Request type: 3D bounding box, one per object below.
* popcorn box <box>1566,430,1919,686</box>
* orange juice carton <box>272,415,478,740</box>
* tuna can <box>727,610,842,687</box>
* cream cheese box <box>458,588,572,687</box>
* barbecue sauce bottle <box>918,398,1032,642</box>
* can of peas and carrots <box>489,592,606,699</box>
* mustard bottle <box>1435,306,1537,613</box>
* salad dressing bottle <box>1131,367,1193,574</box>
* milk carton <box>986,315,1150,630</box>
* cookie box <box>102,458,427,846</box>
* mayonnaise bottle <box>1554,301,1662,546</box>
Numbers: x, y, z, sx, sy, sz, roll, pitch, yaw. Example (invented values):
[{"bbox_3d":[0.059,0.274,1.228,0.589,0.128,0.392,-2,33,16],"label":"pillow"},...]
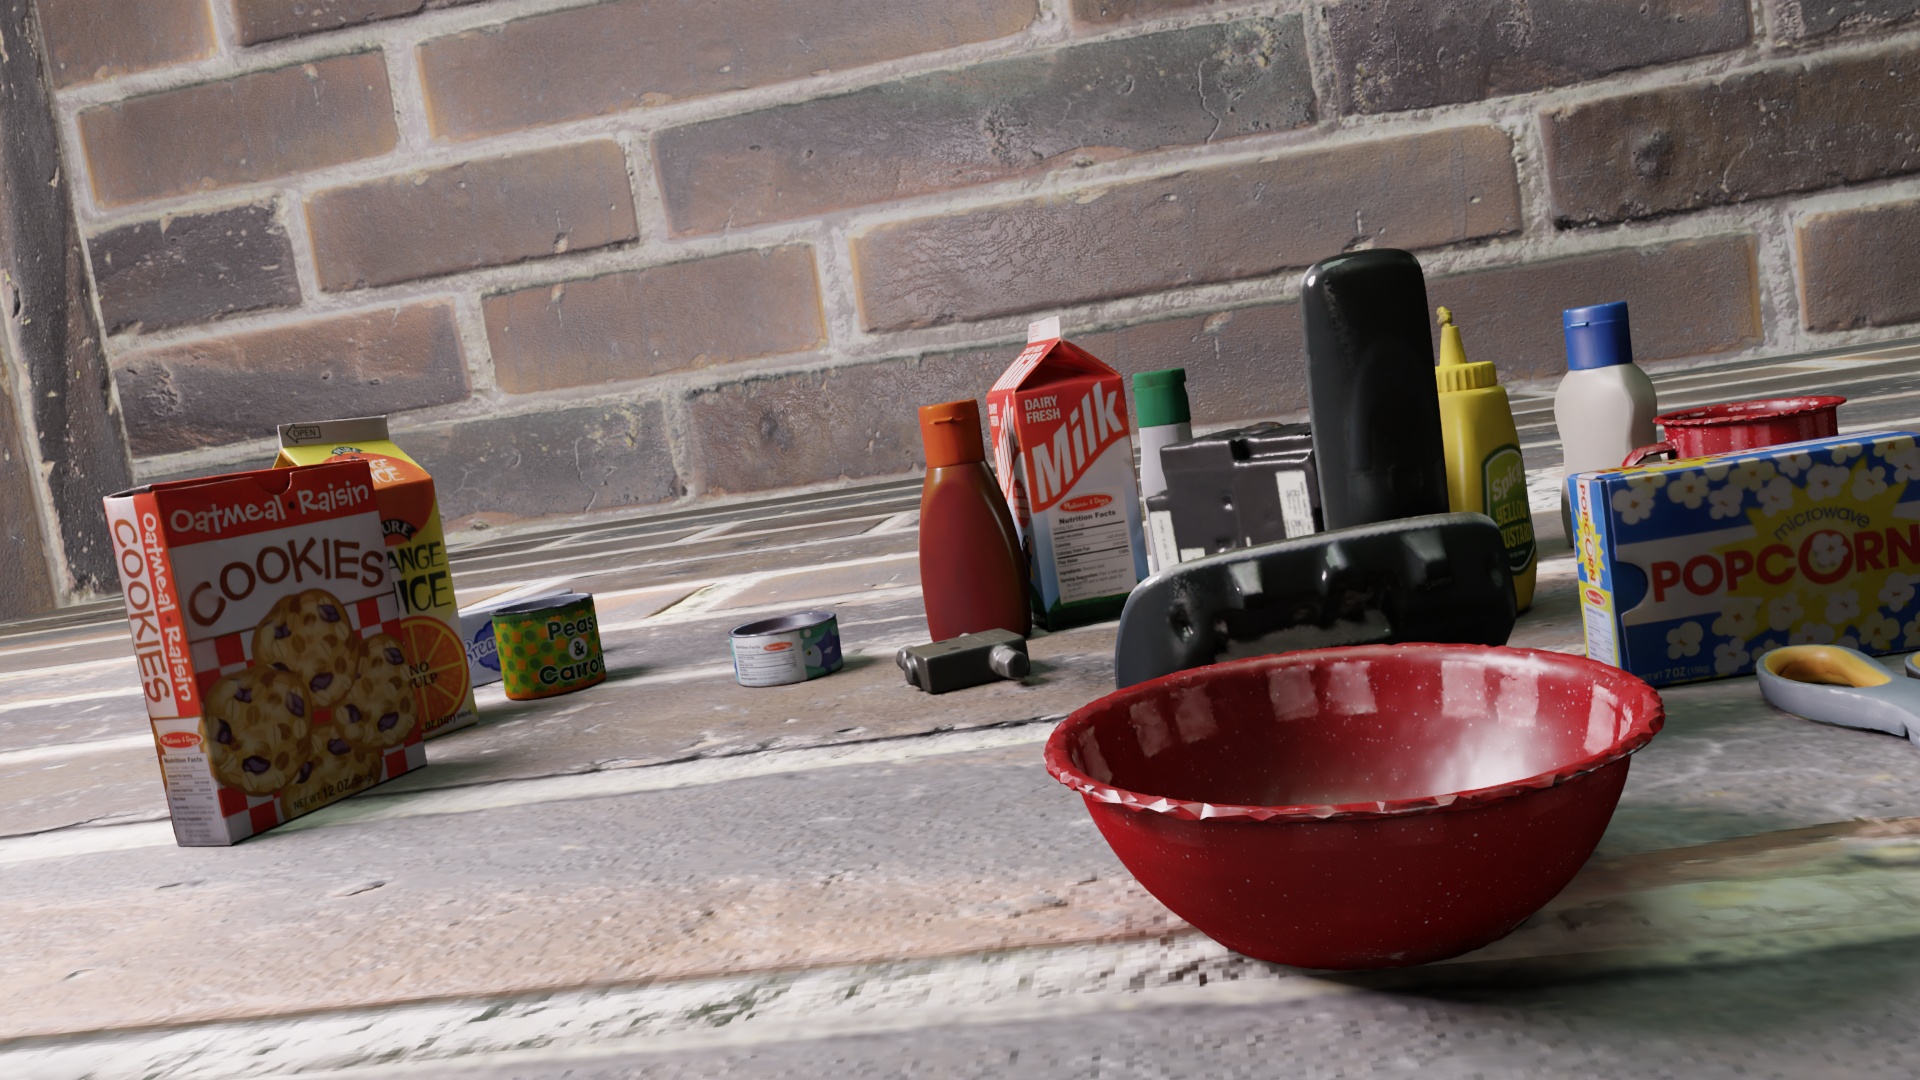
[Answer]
[{"bbox_3d":[0.314,0.007,0.552,0.127,0.085,0.038,-8,6,1],"label":"popcorn box"},{"bbox_3d":[-0.351,0.024,0.819,0.073,0.192,0.072,-5,7,35],"label":"orange juice carton"},{"bbox_3d":[-0.105,0.065,0.843,0.071,0.032,0.071,-9,6,1],"label":"tuna can"},{"bbox_3d":[-0.325,0.071,0.998,0.104,0.053,0.024,-14,8,-43],"label":"cream cheese box"},{"bbox_3d":[0.003,-0.011,0.847,0.065,0.148,0.044,-7,6,14],"label":"barbecue sauce bottle"},{"bbox_3d":[-0.269,0.069,0.914,0.071,0.058,0.071,-9,6,1],"label":"can of peas and carrots"},{"bbox_3d":[0.257,-0.040,0.708,0.065,0.160,0.049,-13,7,-40],"label":"mustard bottle"},{"bbox_3d":[0.147,-0.045,0.966,0.044,0.147,0.064,-8,6,10],"label":"salad dressing bottle"},{"bbox_3d":[0.066,-0.045,0.882,0.073,0.190,0.072,-10,6,-12],"label":"milk carton"},{"bbox_3d":[-0.335,0.049,0.683,0.040,0.167,0.123,-6,6,25],"label":"cookie box"},{"bbox_3d":[0.397,-0.070,0.851,0.041,0.148,0.064,-12,7,-33],"label":"mayonnaise bottle"}]
